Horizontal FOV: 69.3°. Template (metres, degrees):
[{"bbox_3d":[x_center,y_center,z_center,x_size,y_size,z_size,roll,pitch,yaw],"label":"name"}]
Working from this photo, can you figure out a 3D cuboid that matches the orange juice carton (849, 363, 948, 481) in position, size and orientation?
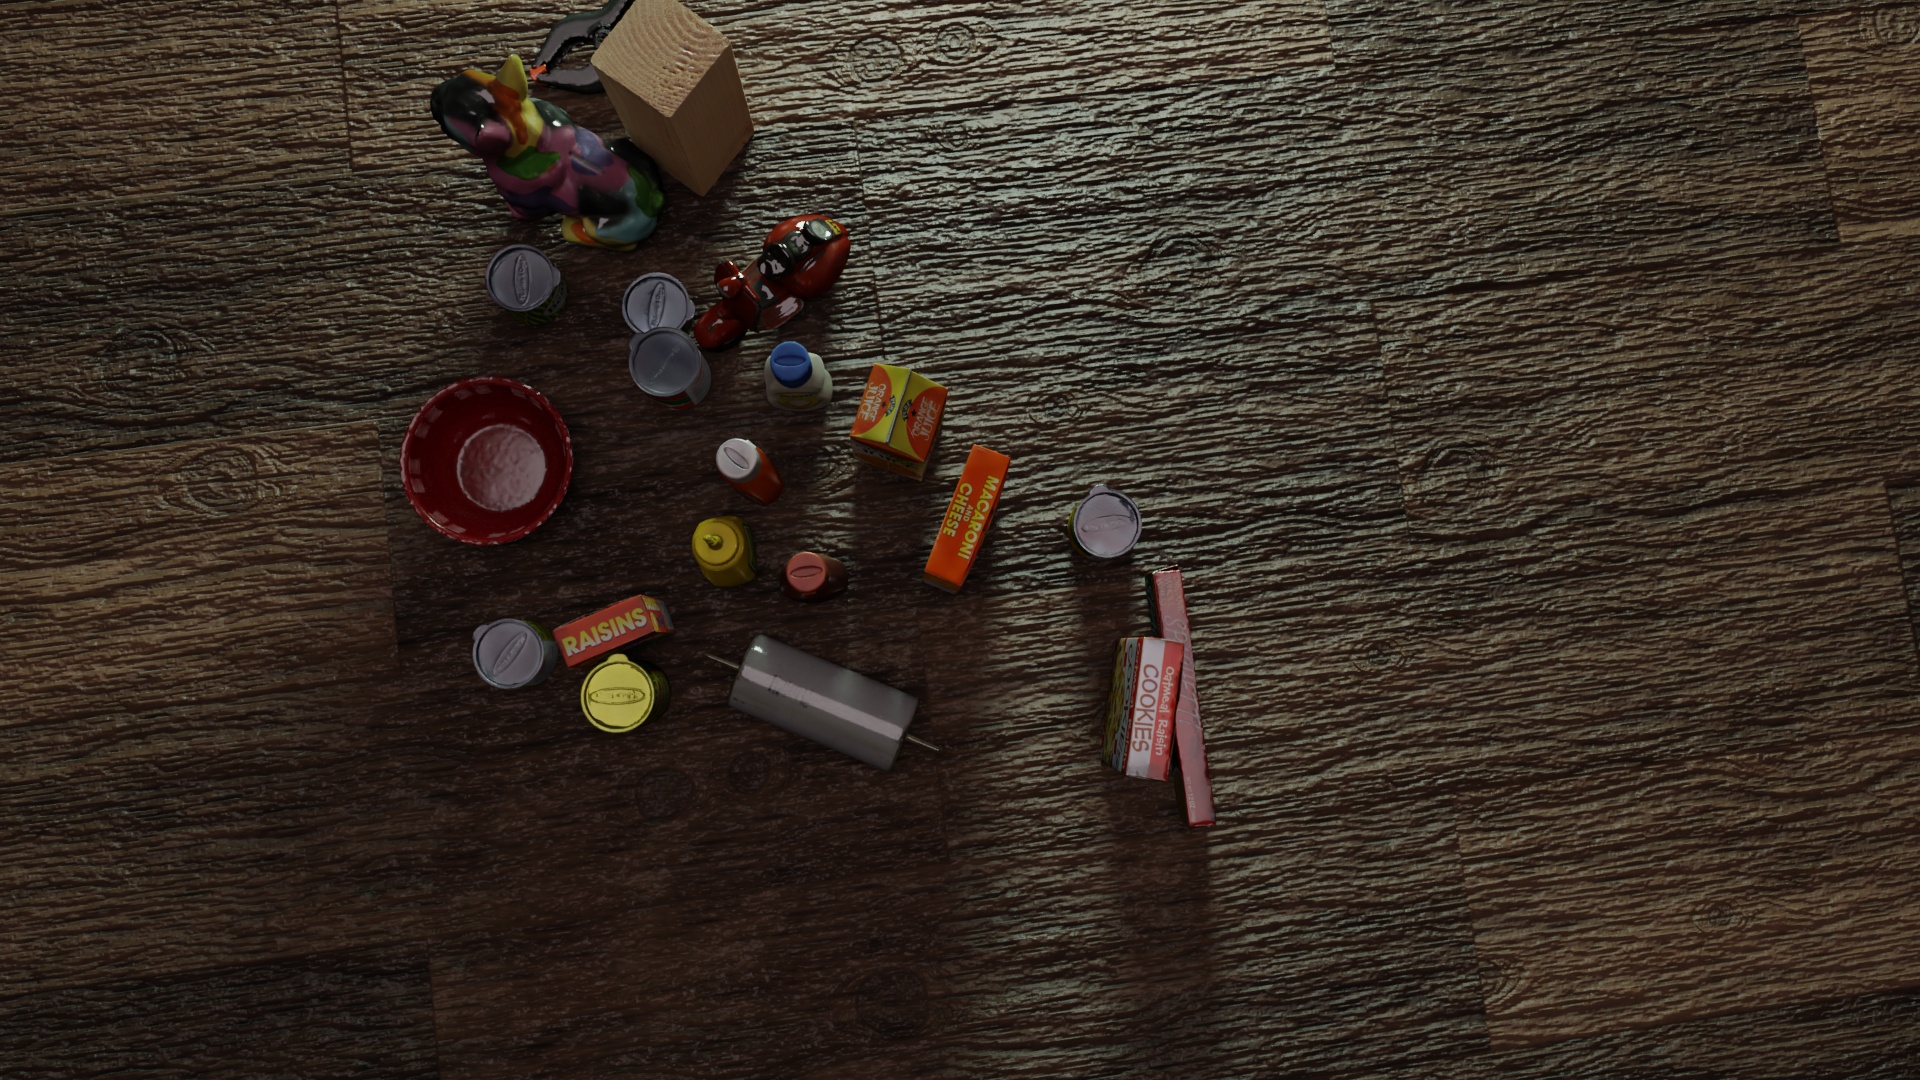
[{"bbox_3d":[-0.056,-0.110,1.286,0.073,0.192,0.072,19,85,-1],"label":"orange juice carton"}]

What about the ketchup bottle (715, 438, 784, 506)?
[{"bbox_3d":[-0.200,-0.068,1.298,0.065,0.148,0.043,40,85,1],"label":"ketchup bottle"}]

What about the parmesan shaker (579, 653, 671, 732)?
[{"bbox_3d":[-0.310,0.141,1.297,0.071,0.103,0.071,0,85,-3],"label":"parmesan shaker"}]

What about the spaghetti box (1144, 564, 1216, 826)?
[{"bbox_3d":[0.213,0.149,1.347,0.029,0.050,0.250,-7,85,-3],"label":"spaghetti box"}]

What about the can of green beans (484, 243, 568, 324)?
[{"bbox_3d":[-0.420,-0.248,1.350,0.071,0.058,0.071,0,85,-3],"label":"can of green beans"}]

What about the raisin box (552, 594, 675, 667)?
[{"bbox_3d":[-0.319,0.085,1.291,0.086,0.123,0.040,-22,87,-4],"label":"raisin box"}]

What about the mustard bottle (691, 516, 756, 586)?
[{"bbox_3d":[-0.219,0.008,1.284,0.049,0.160,0.065,-10,86,-3],"label":"mustard bottle"}]

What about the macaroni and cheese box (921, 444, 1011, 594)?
[{"bbox_3d":[0.005,-0.016,1.294,0.040,0.166,0.124,21,85,-1],"label":"macaroni and cheese box"}]

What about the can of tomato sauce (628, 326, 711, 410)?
[{"bbox_3d":[-0.280,-0.164,1.336,0.071,0.083,0.071,0,85,-3],"label":"can of tomato sauce"}]

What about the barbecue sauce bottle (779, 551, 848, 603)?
[{"bbox_3d":[-0.139,0.034,1.292,0.065,0.148,0.043,-7,86,-3],"label":"barbecue sauce bottle"}]

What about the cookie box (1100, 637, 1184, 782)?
[{"bbox_3d":[0.167,0.153,1.285,0.040,0.167,0.123,8,85,-2],"label":"cookie box"}]

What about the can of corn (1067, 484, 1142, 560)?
[{"bbox_3d":[0.139,-0.017,1.354,0.071,0.058,0.071,0,85,-3],"label":"can of corn"}]

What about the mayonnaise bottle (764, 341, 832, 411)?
[{"bbox_3d":[-0.156,-0.154,1.308,0.065,0.148,0.041,-2,86,-3],"label":"mayonnaise bottle"}]

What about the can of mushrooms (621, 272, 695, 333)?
[{"bbox_3d":[-0.294,-0.227,1.366,0.071,0.033,0.071,0,85,-3],"label":"can of mushrooms"}]

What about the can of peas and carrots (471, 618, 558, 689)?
[{"bbox_3d":[-0.423,0.106,1.317,0.071,0.058,0.071,0,85,-3],"label":"can of peas and carrots"}]
